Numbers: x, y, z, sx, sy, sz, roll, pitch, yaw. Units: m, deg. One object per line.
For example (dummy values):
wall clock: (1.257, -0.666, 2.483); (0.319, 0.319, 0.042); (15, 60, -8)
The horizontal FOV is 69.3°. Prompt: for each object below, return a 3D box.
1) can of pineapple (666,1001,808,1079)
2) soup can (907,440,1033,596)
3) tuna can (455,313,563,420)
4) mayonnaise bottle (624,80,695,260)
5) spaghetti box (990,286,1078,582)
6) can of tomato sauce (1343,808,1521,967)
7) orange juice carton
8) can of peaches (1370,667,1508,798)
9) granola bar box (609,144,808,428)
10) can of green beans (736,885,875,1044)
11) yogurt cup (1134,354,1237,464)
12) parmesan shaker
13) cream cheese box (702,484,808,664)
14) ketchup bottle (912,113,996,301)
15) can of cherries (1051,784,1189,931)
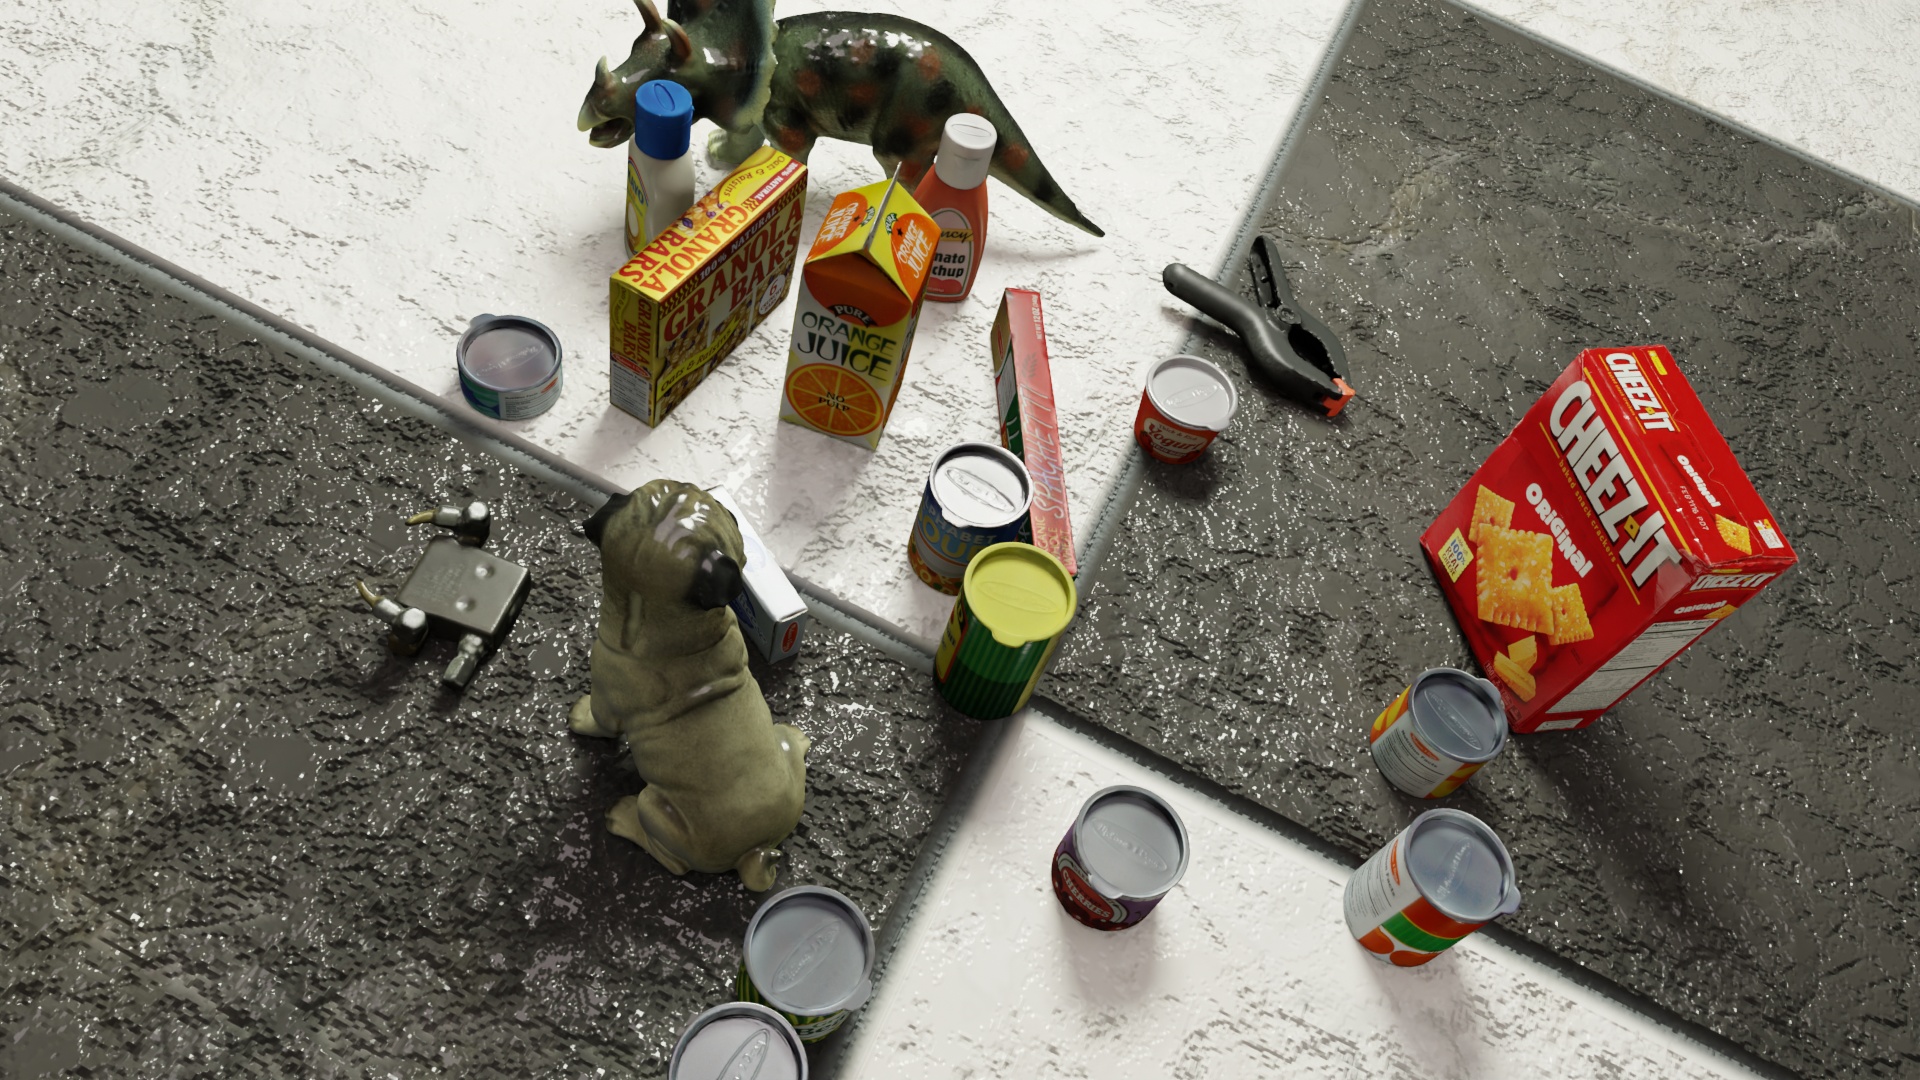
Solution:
can of pineapple: (-0.109, 0.268, 0.677); (0.071, 0.057, 0.071); (7, 55, -10)
soup can: (0.003, -0.011, 0.885); (0.071, 0.083, 0.072); (7, 55, -10)
tuna can: (-0.297, -0.115, 0.912); (0.071, 0.032, 0.071); (7, 55, -10)
mayonnaise bottle: (-0.207, -0.246, 0.955); (0.041, 0.147, 0.065); (-18, 62, -24)
spaghetti box: (0.048, -0.066, 0.955); (0.029, 0.050, 0.251); (4, 55, -12)
can of tomato sauce: (0.271, 0.203, 0.804); (0.071, 0.082, 0.071); (7, 55, -10)
orange juice carton: (-0.064, -0.151, 0.898); (0.073, 0.191, 0.072); (19, 54, -1)
can of peaches: (0.305, 0.122, 0.884); (0.071, 0.057, 0.071); (7, 55, -10)
granola bar box: (-0.167, -0.170, 0.927); (0.039, 0.123, 0.166); (31, 54, 8)
can of green beans: (-0.081, 0.220, 0.718); (0.071, 0.057, 0.071); (7, 55, -10)
yogurt cup: (0.159, -0.092, 0.999); (0.072, 0.053, 0.073); (7, 55, -10)
parmesan shaker: (0.023, 0.058, 0.829); (0.071, 0.102, 0.071); (7, 55, -10)
cream cheese box: (-0.131, 0.021, 0.847); (0.024, 0.053, 0.104); (-25, 65, -28)
ketchup bottle: (-0.008, -0.238, 1.000); (0.065, 0.148, 0.044); (10, 54, -8)
can of cherries: (0.087, 0.182, 0.787); (0.071, 0.058, 0.072); (7, 55, -10)
